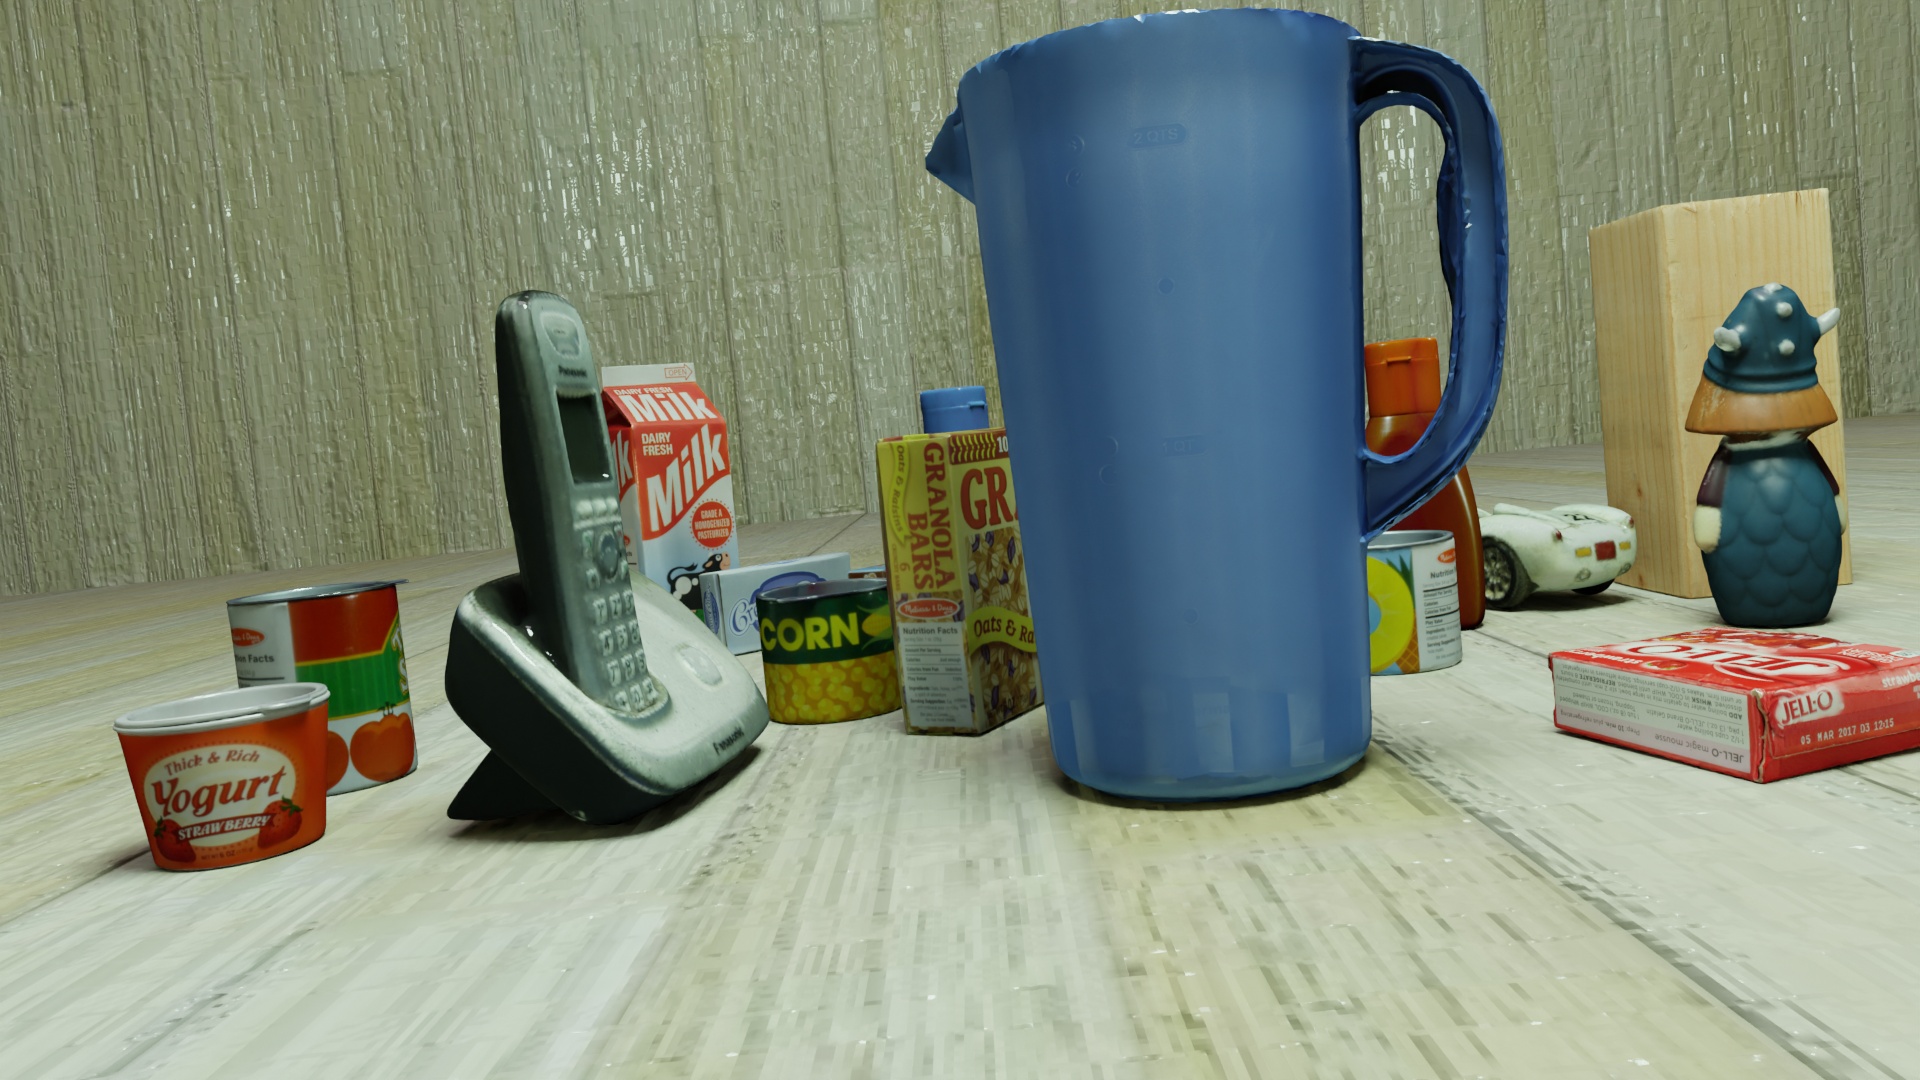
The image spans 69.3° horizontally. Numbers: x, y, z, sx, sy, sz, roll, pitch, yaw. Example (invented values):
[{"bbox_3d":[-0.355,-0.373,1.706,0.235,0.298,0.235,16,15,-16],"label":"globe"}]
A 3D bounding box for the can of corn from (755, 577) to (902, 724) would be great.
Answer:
[{"bbox_3d":[-0.060,0.050,0.643,0.071,0.058,0.071,-6,4,0],"label":"can of corn"}]

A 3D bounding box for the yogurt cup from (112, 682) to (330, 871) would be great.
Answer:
[{"bbox_3d":[-0.258,0.083,0.492,0.072,0.054,0.072,-6,4,0],"label":"yogurt cup"}]

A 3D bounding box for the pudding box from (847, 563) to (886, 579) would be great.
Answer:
[{"bbox_3d":[-0.033,0.037,0.852,0.030,0.049,0.084,-3,4,30],"label":"pudding box"}]

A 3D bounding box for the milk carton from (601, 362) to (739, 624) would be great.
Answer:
[{"bbox_3d":[-0.202,-0.024,0.942,0.072,0.190,0.073,-9,5,-40],"label":"milk carton"}]

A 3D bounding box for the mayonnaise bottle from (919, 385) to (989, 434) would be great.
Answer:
[{"bbox_3d":[0.003,-0.010,0.763,0.065,0.148,0.041,-9,5,-42],"label":"mayonnaise bottle"}]

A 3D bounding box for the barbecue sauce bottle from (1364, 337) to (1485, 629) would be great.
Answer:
[{"bbox_3d":[0.232,-0.028,0.714,0.065,0.148,0.044,-4,4,22],"label":"barbecue sauce bottle"}]

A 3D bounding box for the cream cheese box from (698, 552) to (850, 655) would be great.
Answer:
[{"bbox_3d":[-0.115,0.040,0.891,0.104,0.053,0.024,-9,5,-40],"label":"cream cheese box"}]

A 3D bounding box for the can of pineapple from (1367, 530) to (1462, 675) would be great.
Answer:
[{"bbox_3d":[0.190,0.027,0.632,0.071,0.058,0.071,-6,4,0],"label":"can of pineapple"}]

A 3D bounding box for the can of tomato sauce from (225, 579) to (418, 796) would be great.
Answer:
[{"bbox_3d":[-0.269,0.062,0.594,0.071,0.083,0.071,-6,4,0],"label":"can of tomato sauce"}]

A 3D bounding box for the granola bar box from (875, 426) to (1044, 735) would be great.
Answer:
[{"bbox_3d":[0.024,0.010,0.635,0.039,0.124,0.166,-4,4,29],"label":"granola bar box"}]
